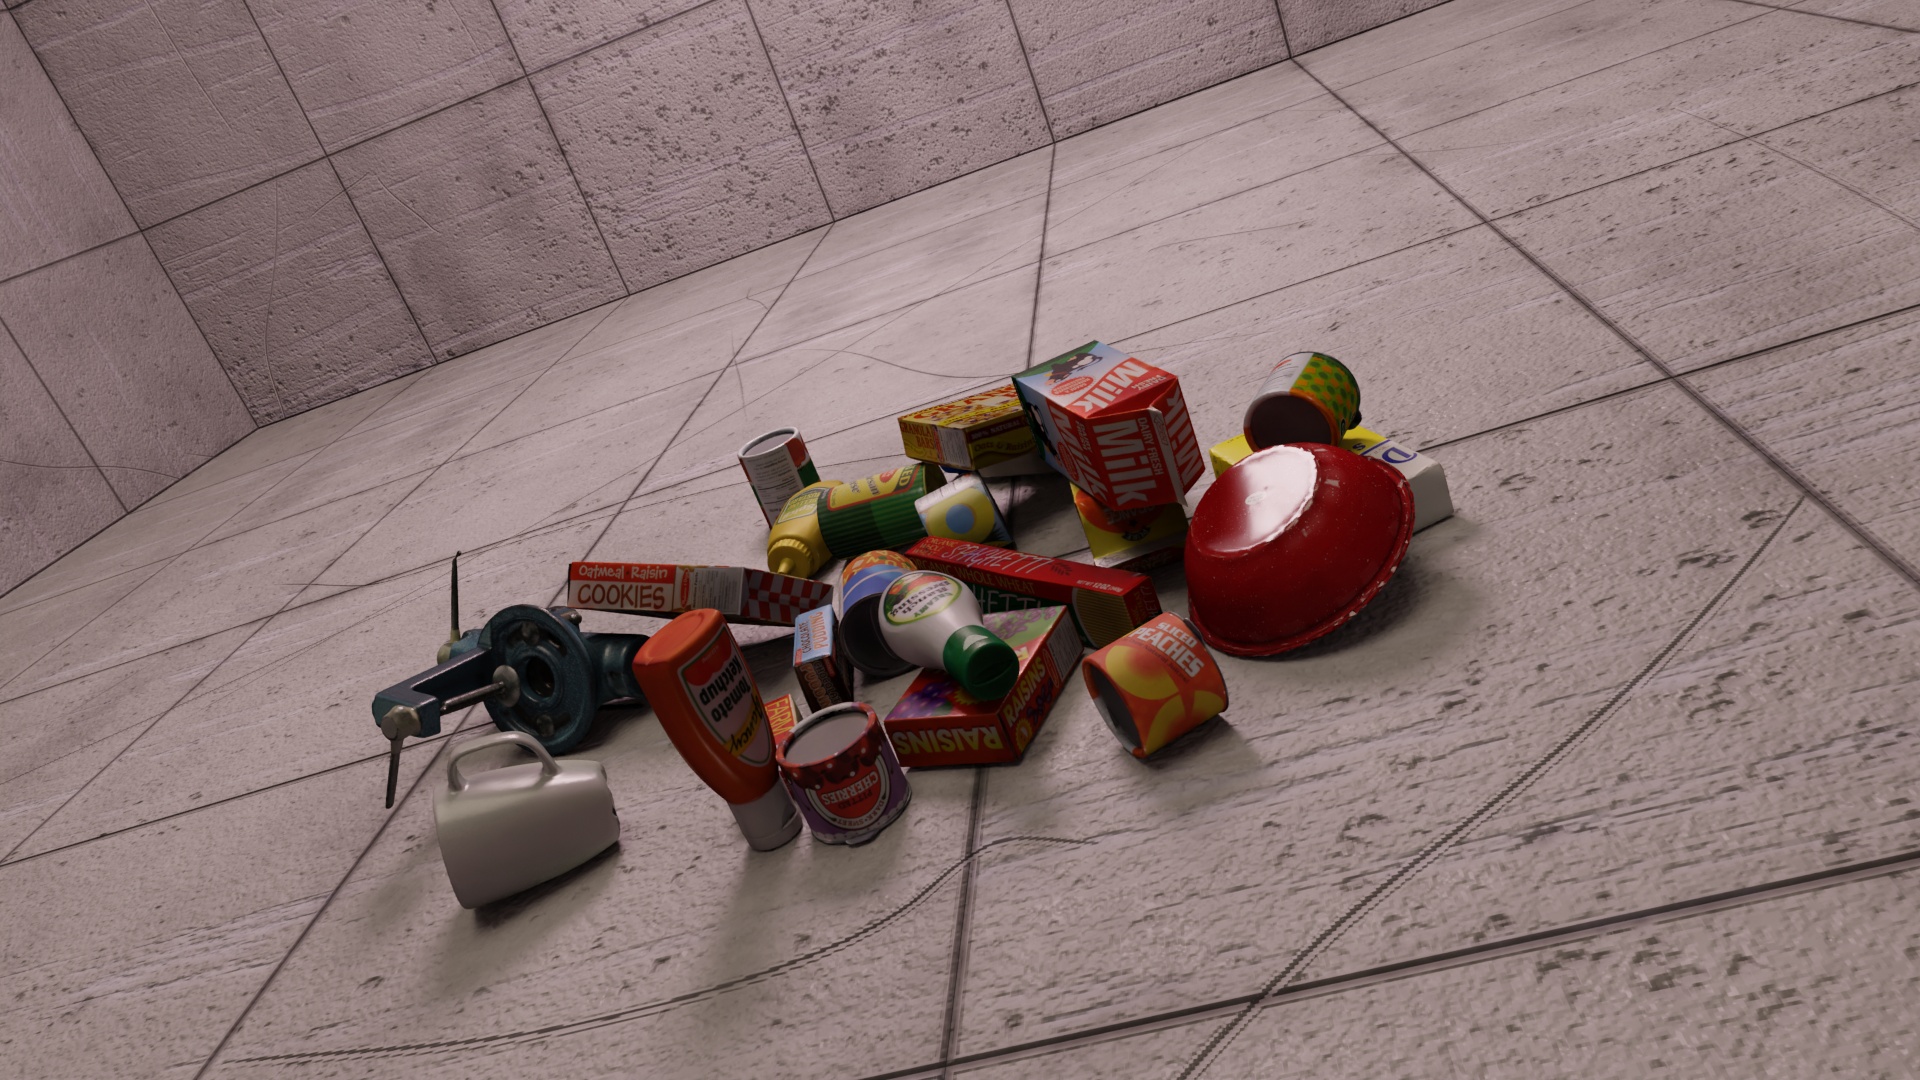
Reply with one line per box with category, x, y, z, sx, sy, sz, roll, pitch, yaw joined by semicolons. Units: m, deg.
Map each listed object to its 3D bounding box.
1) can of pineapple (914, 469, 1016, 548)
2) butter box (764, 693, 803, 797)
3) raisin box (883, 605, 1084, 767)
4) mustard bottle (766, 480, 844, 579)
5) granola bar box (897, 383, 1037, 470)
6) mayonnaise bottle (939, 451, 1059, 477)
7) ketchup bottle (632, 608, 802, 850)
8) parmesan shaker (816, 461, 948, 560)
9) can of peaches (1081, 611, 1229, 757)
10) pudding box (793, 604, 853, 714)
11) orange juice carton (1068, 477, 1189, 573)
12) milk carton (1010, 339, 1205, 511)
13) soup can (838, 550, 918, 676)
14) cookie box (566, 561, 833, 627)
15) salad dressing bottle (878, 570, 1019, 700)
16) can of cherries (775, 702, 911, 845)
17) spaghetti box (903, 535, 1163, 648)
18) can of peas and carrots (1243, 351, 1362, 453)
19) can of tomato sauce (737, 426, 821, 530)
can of pineapple;0.004;-0.014;1.112;0.058;0.070;0.071;-27;22;3
butter box;-0.129;0.143;0.930;0.053;0.024;0.104;-23;22;-4
raisin box;0.017;0.093;0.892;0.086;0.040;0.124;-8;25;30
mustard bottle;-0.138;-0.002;1.237;0.065;0.048;0.161;-16;22;18
granola bar box;0.048;-0.103;1.170;0.166;0.039;0.124;-19;17;-25
mayonnaise bottle;0.045;-0.083;1.265;0.148;0.041;0.065;-1;26;39
ketchup bottle;-0.140;0.117;0.833;0.043;0.148;0.065;-7;27;32
parmesan shaker;-0.065;-0.025;1.200;0.103;0.071;0.071;-15;23;17
can of peaches;0.110;0.081;0.792;0.058;0.071;0.071;-28;23;-12
pudding box;-0.098;0.087;0.997;0.030;0.049;0.084;-19;22;3
orange juice carton;0.123;-0.029;1.031;0.072;0.072;0.193;-18;23;6
milk carton;0.108;-0.079;0.966;0.073;0.072;0.191;-25;24;-9
soup can;-0.054;0.051;1.017;0.071;0.071;0.084;-21;22;3
cookie box;-0.204;0.042;1.093;0.167;0.040;0.123;1;-7;27
salad dressing bottle;-0.007;0.060;0.877;0.064;0.044;0.148;-29;22;-13
can of cherries;-0.070;0.140;0.837;0.071;0.058;0.072;-19;22;8
spaghetti box;0.045;0.036;0.982;0.029;0.050;0.250;-33;24;-29
can of peas and carrots;0.235;-0.086;0.951;0.071;0.070;0.059;-5;30;36
can of tomato sauce;-0.173;-0.061;1.360;0.071;0.082;0.071;-18;22;8
